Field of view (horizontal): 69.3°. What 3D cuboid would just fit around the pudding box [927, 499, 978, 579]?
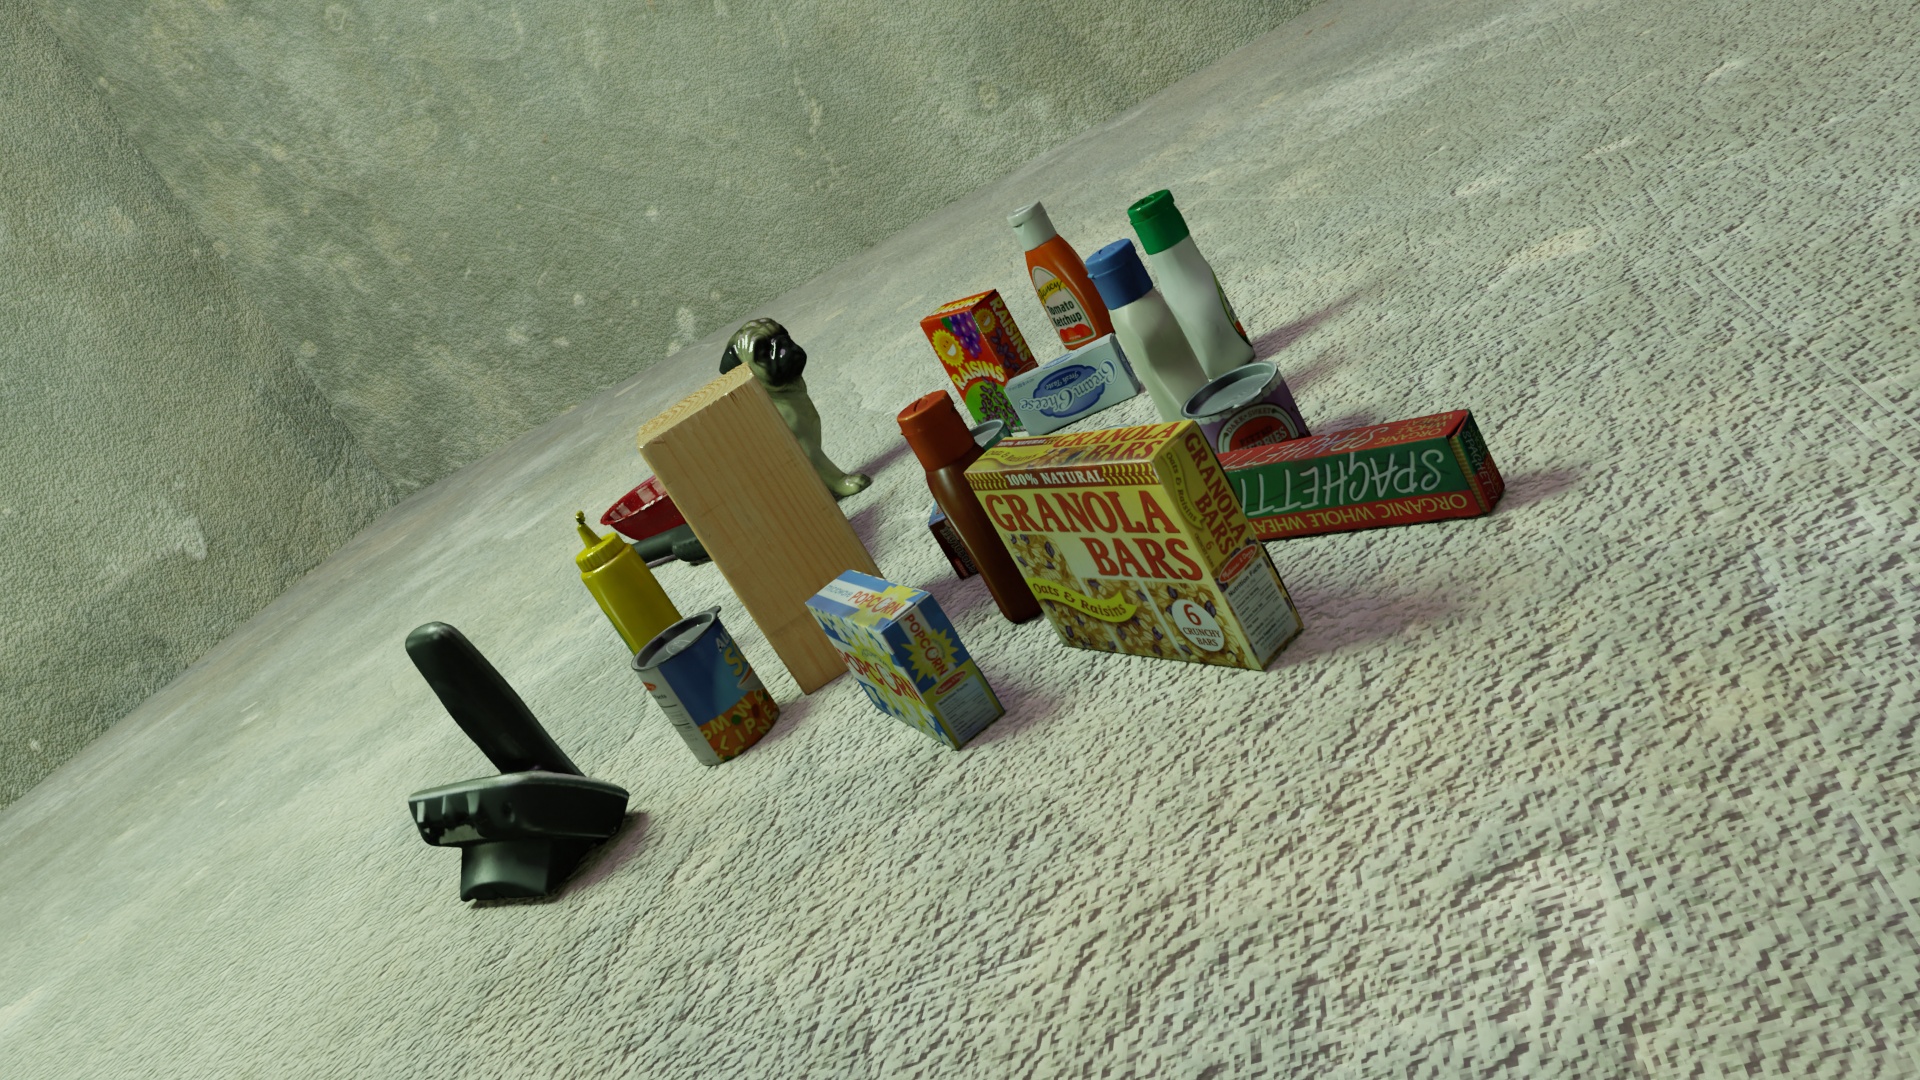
[{"bbox_3d":[0.004,-0.013,1.015,0.030,0.049,0.084,-26,18,15],"label":"pudding box"}]

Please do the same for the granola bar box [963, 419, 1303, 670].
[{"bbox_3d":[0.086,0.002,0.727,0.039,0.124,0.165,-40,20,-25],"label":"granola bar box"}]

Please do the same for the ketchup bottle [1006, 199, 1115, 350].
[{"bbox_3d":[0.097,-0.261,1.367,0.044,0.148,0.064,-42,21,-32],"label":"ketchup bottle"}]

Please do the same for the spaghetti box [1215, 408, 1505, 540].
[{"bbox_3d":[0.179,-0.028,0.779,0.249,0.050,0.029,-8,28,49],"label":"spaghetti box"}]

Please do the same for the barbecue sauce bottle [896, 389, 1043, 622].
[{"bbox_3d":[0.011,-0.023,0.870,0.043,0.148,0.065,-27,18,12],"label":"barbecue sauce bottle"}]

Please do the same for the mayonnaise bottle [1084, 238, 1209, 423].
[{"bbox_3d":[0.138,-0.141,0.986,0.041,0.147,0.065,-32,18,-2],"label":"mayonnaise bottle"}]

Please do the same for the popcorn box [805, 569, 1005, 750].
[{"bbox_3d":[-0.035,0.066,0.810,0.038,0.085,0.126,-37,19,-18],"label":"popcorn box"}]

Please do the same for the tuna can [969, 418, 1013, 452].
[{"bbox_3d":[0.017,-0.072,1.178,0.071,0.032,0.071,-27,18,10],"label":"tuna can"}]

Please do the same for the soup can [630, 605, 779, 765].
[{"bbox_3d":[-0.169,0.098,0.939,0.071,0.083,0.071,-28,18,10],"label":"soup can"}]

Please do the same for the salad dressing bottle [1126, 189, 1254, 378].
[{"bbox_3d":[0.177,-0.198,1.076,0.044,0.147,0.064,-27,18,13],"label":"salad dressing bottle"}]

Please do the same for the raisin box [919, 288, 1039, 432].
[{"bbox_3d":[0.027,-0.158,1.244,0.040,0.123,0.086,-40,20,-26],"label":"raisin box"}]

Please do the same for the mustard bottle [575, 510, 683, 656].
[{"bbox_3d":[-0.263,0.044,1.105,0.049,0.160,0.065,-34,18,-9],"label":"mustard bottle"}]

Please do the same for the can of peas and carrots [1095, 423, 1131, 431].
[{"bbox_3d":[0.096,-0.035,0.916,0.071,0.058,0.071,-28,18,10],"label":"can of peas and carrots"}]

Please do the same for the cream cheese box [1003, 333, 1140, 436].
[{"bbox_3d":[0.095,-0.130,1.175,0.103,0.053,0.024,-23,19,24],"label":"cream cheese box"}]

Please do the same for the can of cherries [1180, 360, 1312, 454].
[{"bbox_3d":[0.182,-0.071,0.876,0.071,0.058,0.072,-28,18,10],"label":"can of cherries"}]
